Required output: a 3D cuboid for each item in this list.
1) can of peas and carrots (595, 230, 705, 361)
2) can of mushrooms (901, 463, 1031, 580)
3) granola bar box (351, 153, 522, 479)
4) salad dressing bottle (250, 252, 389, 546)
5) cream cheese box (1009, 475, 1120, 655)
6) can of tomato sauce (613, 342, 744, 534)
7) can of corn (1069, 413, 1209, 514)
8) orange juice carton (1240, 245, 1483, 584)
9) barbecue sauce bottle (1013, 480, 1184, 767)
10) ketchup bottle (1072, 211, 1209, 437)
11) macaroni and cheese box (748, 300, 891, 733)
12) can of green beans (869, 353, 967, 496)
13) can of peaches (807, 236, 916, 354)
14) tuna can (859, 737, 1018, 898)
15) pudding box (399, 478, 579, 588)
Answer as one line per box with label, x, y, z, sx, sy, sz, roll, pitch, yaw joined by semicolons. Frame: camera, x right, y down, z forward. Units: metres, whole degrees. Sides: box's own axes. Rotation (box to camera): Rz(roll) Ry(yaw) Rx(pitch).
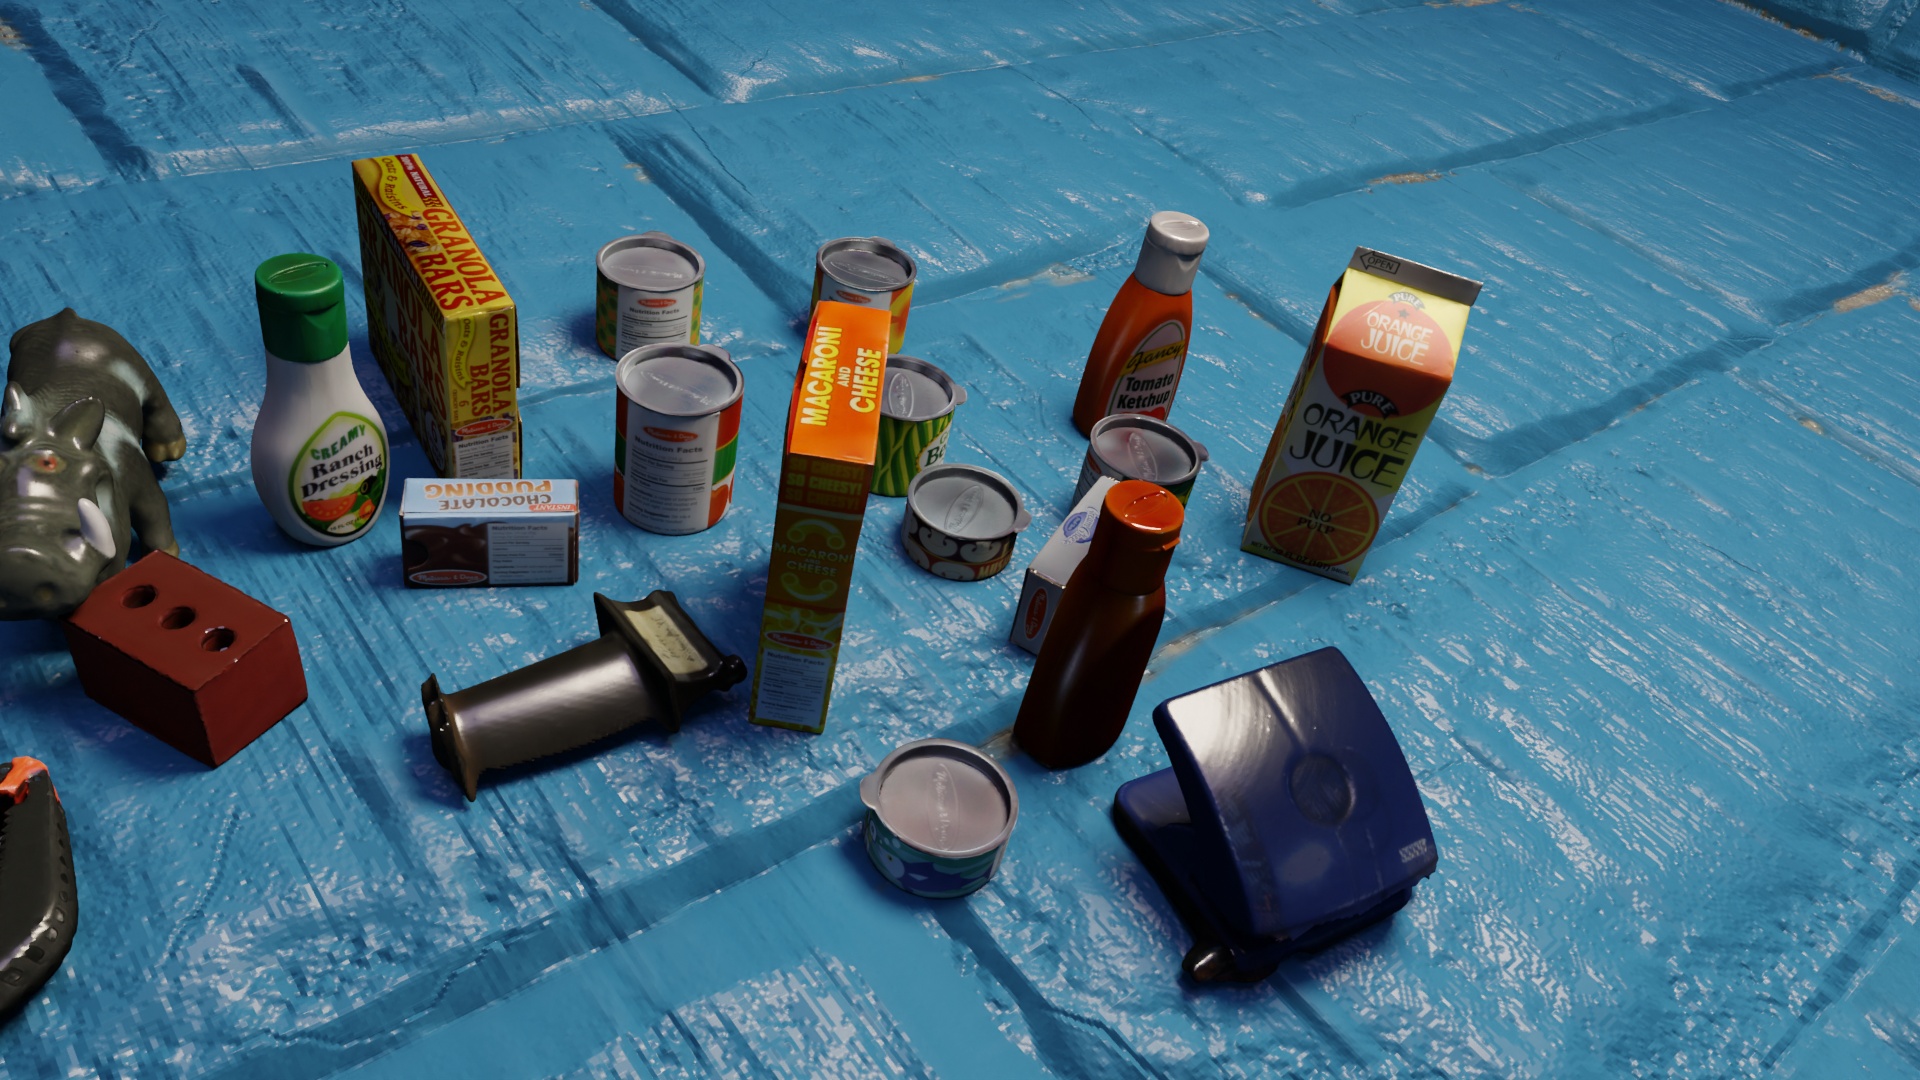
can of peas and carrots;-0.196;-0.152;0.874;0.071;0.058;0.071;8;40;-7
can of mushrooms;0.003;-0.010;0.782;0.071;0.033;0.071;8;40;-7
granola bar box;-0.284;-0.116;0.755;0.039;0.123;0.166;-15;47;-31
salad dressing bottle;-0.311;-0.066;0.669;0.044;0.146;0.064;34;43;23
cream cheese box;0.062;0.013;0.756;0.024;0.053;0.104;26;41;15
can of tomato sauce;-0.153;-0.056;0.753;0.071;0.082;0.071;8;40;-7
can of corn;0.104;-0.032;0.817;0.071;0.058;0.071;8;40;-7
orange juice carton;0.228;-0.076;0.799;0.072;0.191;0.073;18;39;6
barbecue sauce bottle;0.068;0.040;0.651;0.065;0.147;0.044;-25;53;-37
ketchup bottle;0.116;-0.132;0.868;0.065;0.148;0.044;-10;45;-26
macaroni and cheese box;-0.067;-0.010;0.658;0.040;0.165;0.124;9;40;-6
can of green beans;-0.039;-0.068;0.820;0.071;0.057;0.071;8;40;-7
can of peaches;-0.065;-0.161;0.922;0.071;0.057;0.071;8;40;-7
tuna can;-0.012;0.124;0.620;0.071;0.032;0.071;8;40;-7
pudding box;-0.234;-0.004;0.695;0.084;0.049;0.030;-1;41;-17
